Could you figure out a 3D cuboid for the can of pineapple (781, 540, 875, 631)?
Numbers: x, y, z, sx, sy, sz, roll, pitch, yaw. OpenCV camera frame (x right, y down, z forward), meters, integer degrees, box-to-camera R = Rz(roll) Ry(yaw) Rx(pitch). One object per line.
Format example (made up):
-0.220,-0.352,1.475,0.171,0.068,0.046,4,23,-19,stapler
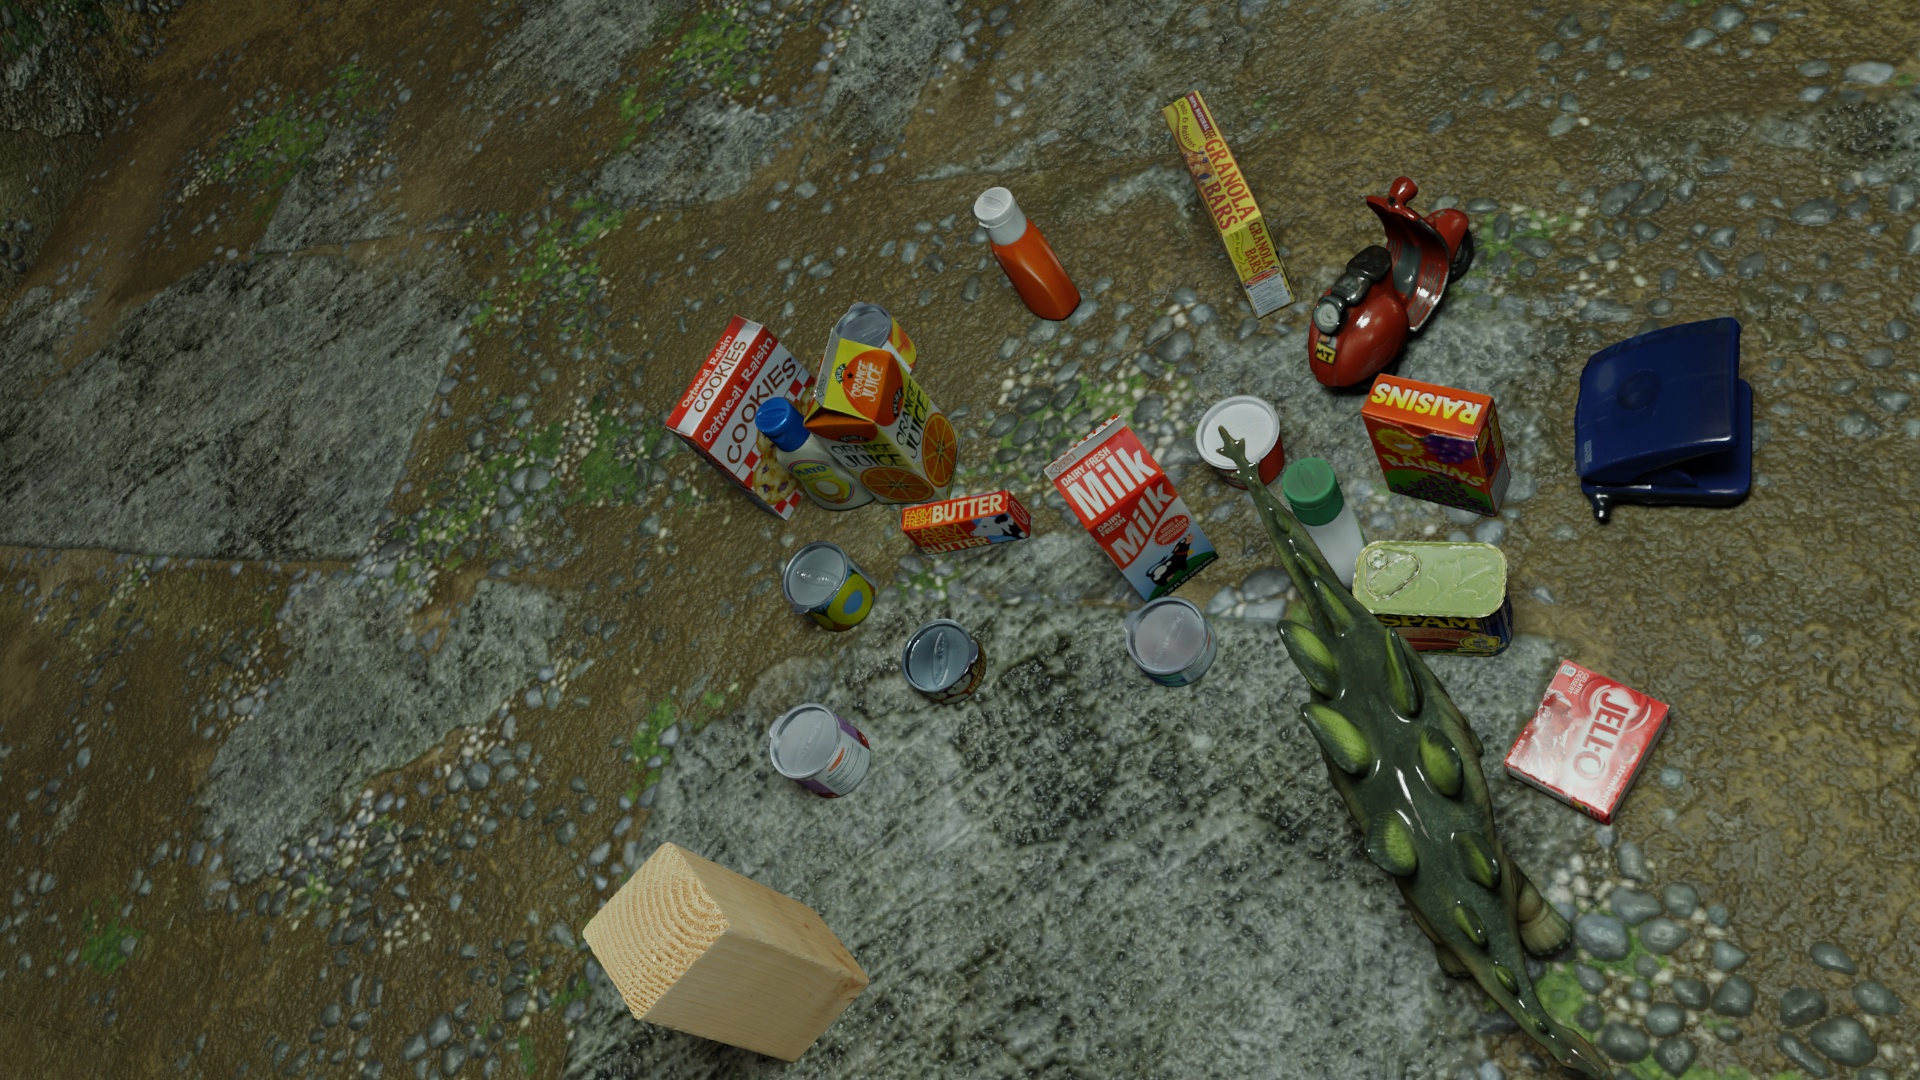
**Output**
-0.119,0.043,1.248,0.071,0.057,0.071,-12,59,21,can of pineapple

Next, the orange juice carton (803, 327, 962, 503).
-0.074,-0.106,1.224,0.073,0.192,0.072,-1,64,27,orange juice carton

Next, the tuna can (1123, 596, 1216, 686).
0.165,0.080,1.099,0.071,0.032,0.071,-12,59,21,tuna can

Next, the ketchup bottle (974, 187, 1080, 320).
0.058,-0.262,1.270,0.065,0.148,0.043,33,82,36,ketchup bottle

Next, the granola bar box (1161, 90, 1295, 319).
0.235,-0.293,1.213,0.039,0.124,0.166,-25,55,13,granola bar box

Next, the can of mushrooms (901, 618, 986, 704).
-0.011,0.103,1.175,0.071,0.033,0.071,-12,59,21,can of mushrooms

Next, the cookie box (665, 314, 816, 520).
-0.187,-0.112,1.300,0.040,0.167,0.123,21,75,34,cookie box

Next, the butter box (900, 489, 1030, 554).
0.004,-0.015,1.220,0.103,0.053,0.024,-9,60,22,butter box

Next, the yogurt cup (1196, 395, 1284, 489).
0.233,-0.077,1.138,0.072,0.054,0.073,-12,59,21,yogurt cup

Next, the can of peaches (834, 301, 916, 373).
-0.084,-0.190,1.359,0.071,0.058,0.071,-12,59,21,can of peaches

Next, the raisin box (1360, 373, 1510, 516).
0.353,-0.069,1.029,0.086,0.123,0.040,19,74,34,raisin box

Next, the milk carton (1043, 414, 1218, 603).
0.128,-0.030,1.080,0.072,0.190,0.074,-37,53,5,milk carton

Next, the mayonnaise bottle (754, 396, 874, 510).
-0.134,-0.078,1.267,0.064,0.147,0.041,-9,60,23,mayonnaise bottle

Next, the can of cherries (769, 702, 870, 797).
-0.119,0.176,1.174,0.071,0.058,0.072,-12,59,21,can of cherries

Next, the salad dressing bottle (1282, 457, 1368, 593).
0.271,-0.010,1.023,0.044,0.147,0.064,-26,55,13,salad dressing bottle
